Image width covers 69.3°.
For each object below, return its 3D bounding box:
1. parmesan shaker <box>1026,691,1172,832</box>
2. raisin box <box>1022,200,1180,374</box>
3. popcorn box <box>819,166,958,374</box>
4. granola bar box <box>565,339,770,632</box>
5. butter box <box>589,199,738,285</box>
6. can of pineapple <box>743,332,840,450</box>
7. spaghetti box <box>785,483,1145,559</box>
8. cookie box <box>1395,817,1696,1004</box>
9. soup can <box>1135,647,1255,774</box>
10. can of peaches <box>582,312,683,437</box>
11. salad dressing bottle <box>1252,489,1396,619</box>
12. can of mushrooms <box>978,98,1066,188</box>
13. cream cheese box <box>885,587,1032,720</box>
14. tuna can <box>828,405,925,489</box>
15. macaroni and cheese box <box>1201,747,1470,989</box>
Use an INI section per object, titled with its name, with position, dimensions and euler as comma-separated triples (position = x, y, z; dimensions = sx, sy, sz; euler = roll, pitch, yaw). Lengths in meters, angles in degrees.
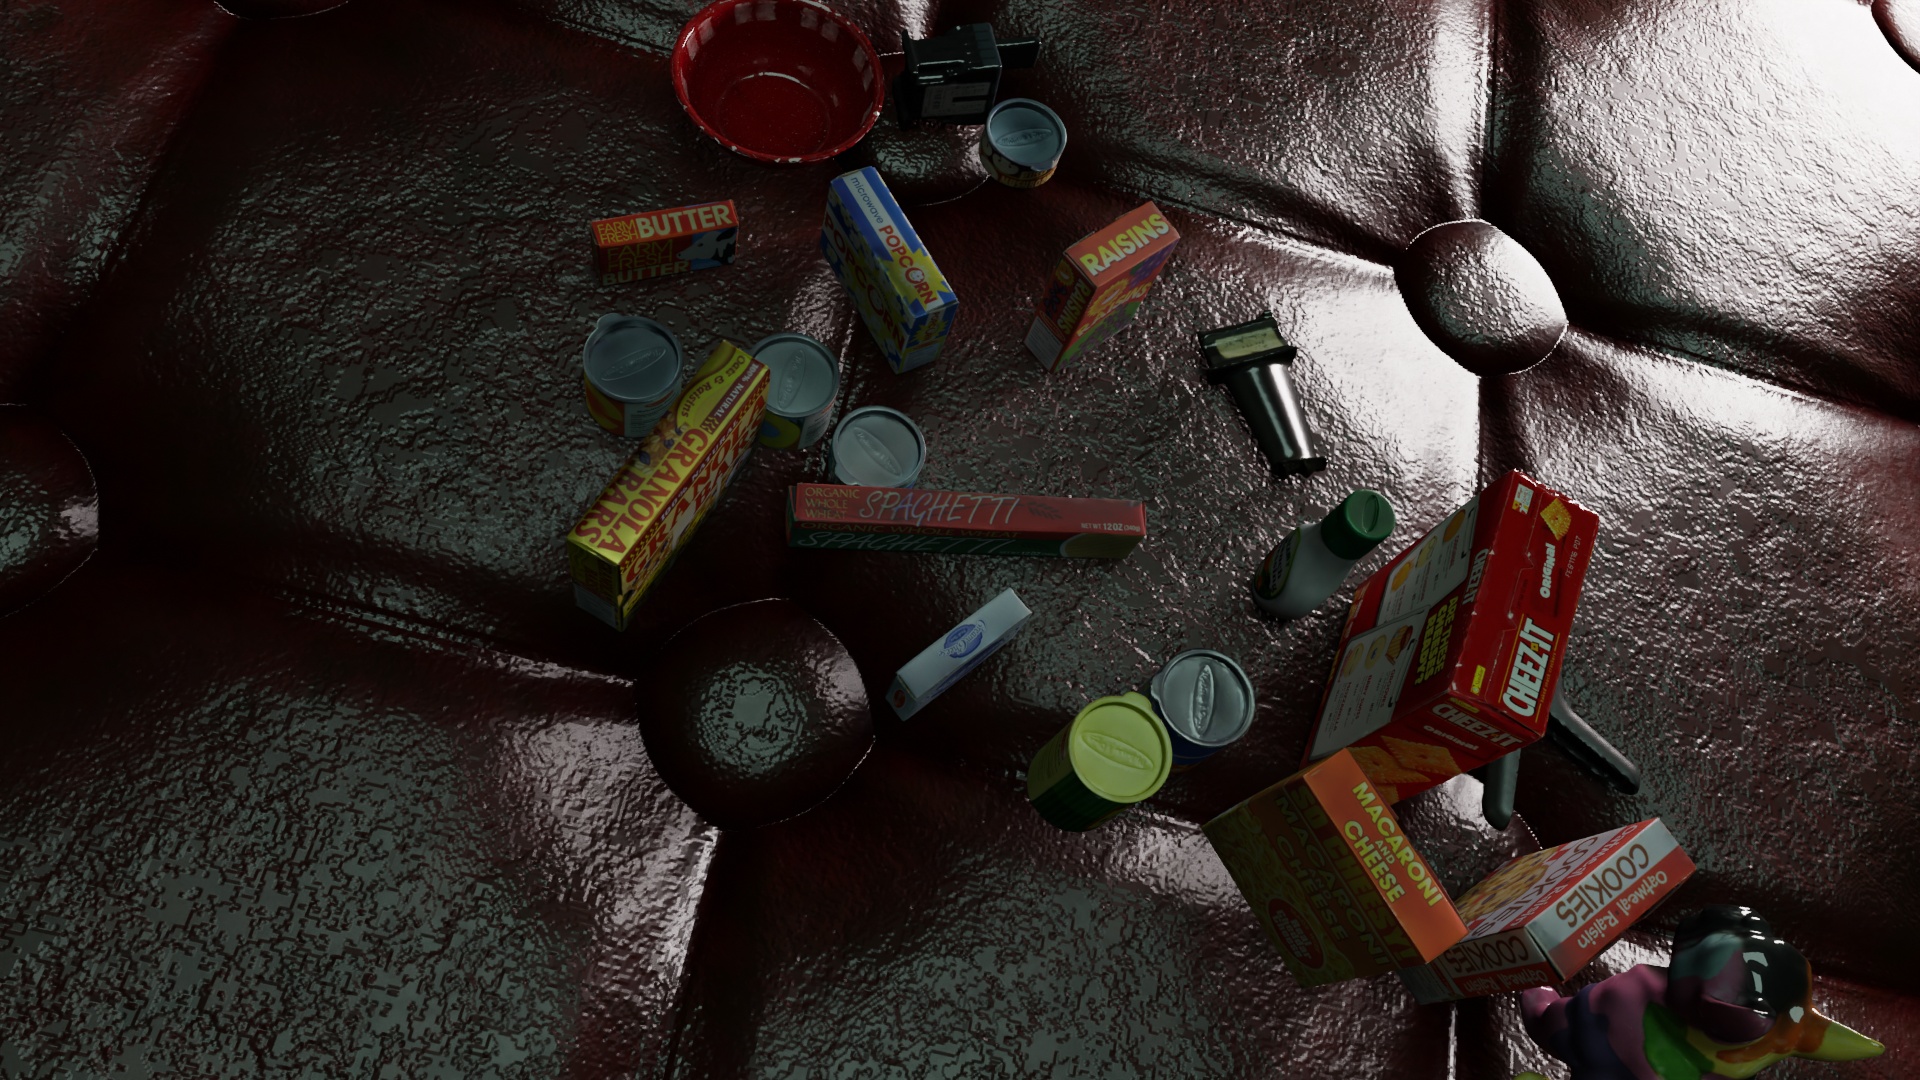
[parmesan shaker]
position = 0.088, 0.144, 0.892
dimensions = 0.071, 0.102, 0.071
euler = 5, 67, -11
[raisin box]
position = 0.101, -0.185, 1.023
dimensions = 0.086, 0.123, 0.040
euler = -33, 78, -23
[popcorn box]
position = -0.055, -0.196, 1.014
dimensions = 0.038, 0.085, 0.127
euler = -25, 75, -21
[granola bar box]
position = -0.185, -0.033, 0.893
dimensions = 0.039, 0.123, 0.166
euler = 32, 64, 1
[butter box]
position = -0.213, -0.215, 1.003
dimensions = 0.104, 0.053, 0.024
euler = -14, 71, -18
[can of pineapple]
position = -0.122, -0.105, 0.974
dimensions = 0.071, 0.057, 0.071
euler = 5, 67, -11
[spaghetti box]
position = 0.003, -0.012, 0.968
dimensions = 0.250, 0.050, 0.029
euler = 2, 67, -12
[cookie box]
position = 0.363, 0.238, 0.878
dimensions = 0.123, 0.166, 0.040
euler = -29, 77, -22
[soup can]
position = 0.148, 0.115, 0.928
dimensions = 0.071, 0.083, 0.071
euler = 5, 67, -11
[can of peaches]
position = -0.226, -0.113, 0.955
dimensions = 0.071, 0.057, 0.071
euler = 5, 67, -11
[salad dressing bottle]
position = 0.250, 0.010, 0.961
dimensions = 0.044, 0.147, 0.064
euler = 21, 65, -3
[can of mushrooms]
position = 0.050, -0.317, 1.117
dimensions = 0.071, 0.033, 0.071
euler = 5, 67, -11
[cream cheese box]
position = -0.002, 0.076, 0.927
dimensions = 0.104, 0.053, 0.024
euler = -36, 79, -23
[tuna can]
position = -0.062, -0.058, 0.982
dimensions = 0.071, 0.032, 0.071
euler = 5, 67, -11
[macaroni and cheese box]
position = 0.225, 0.207, 0.861
dimensions = 0.040, 0.165, 0.124
euler = -26, 76, -21
